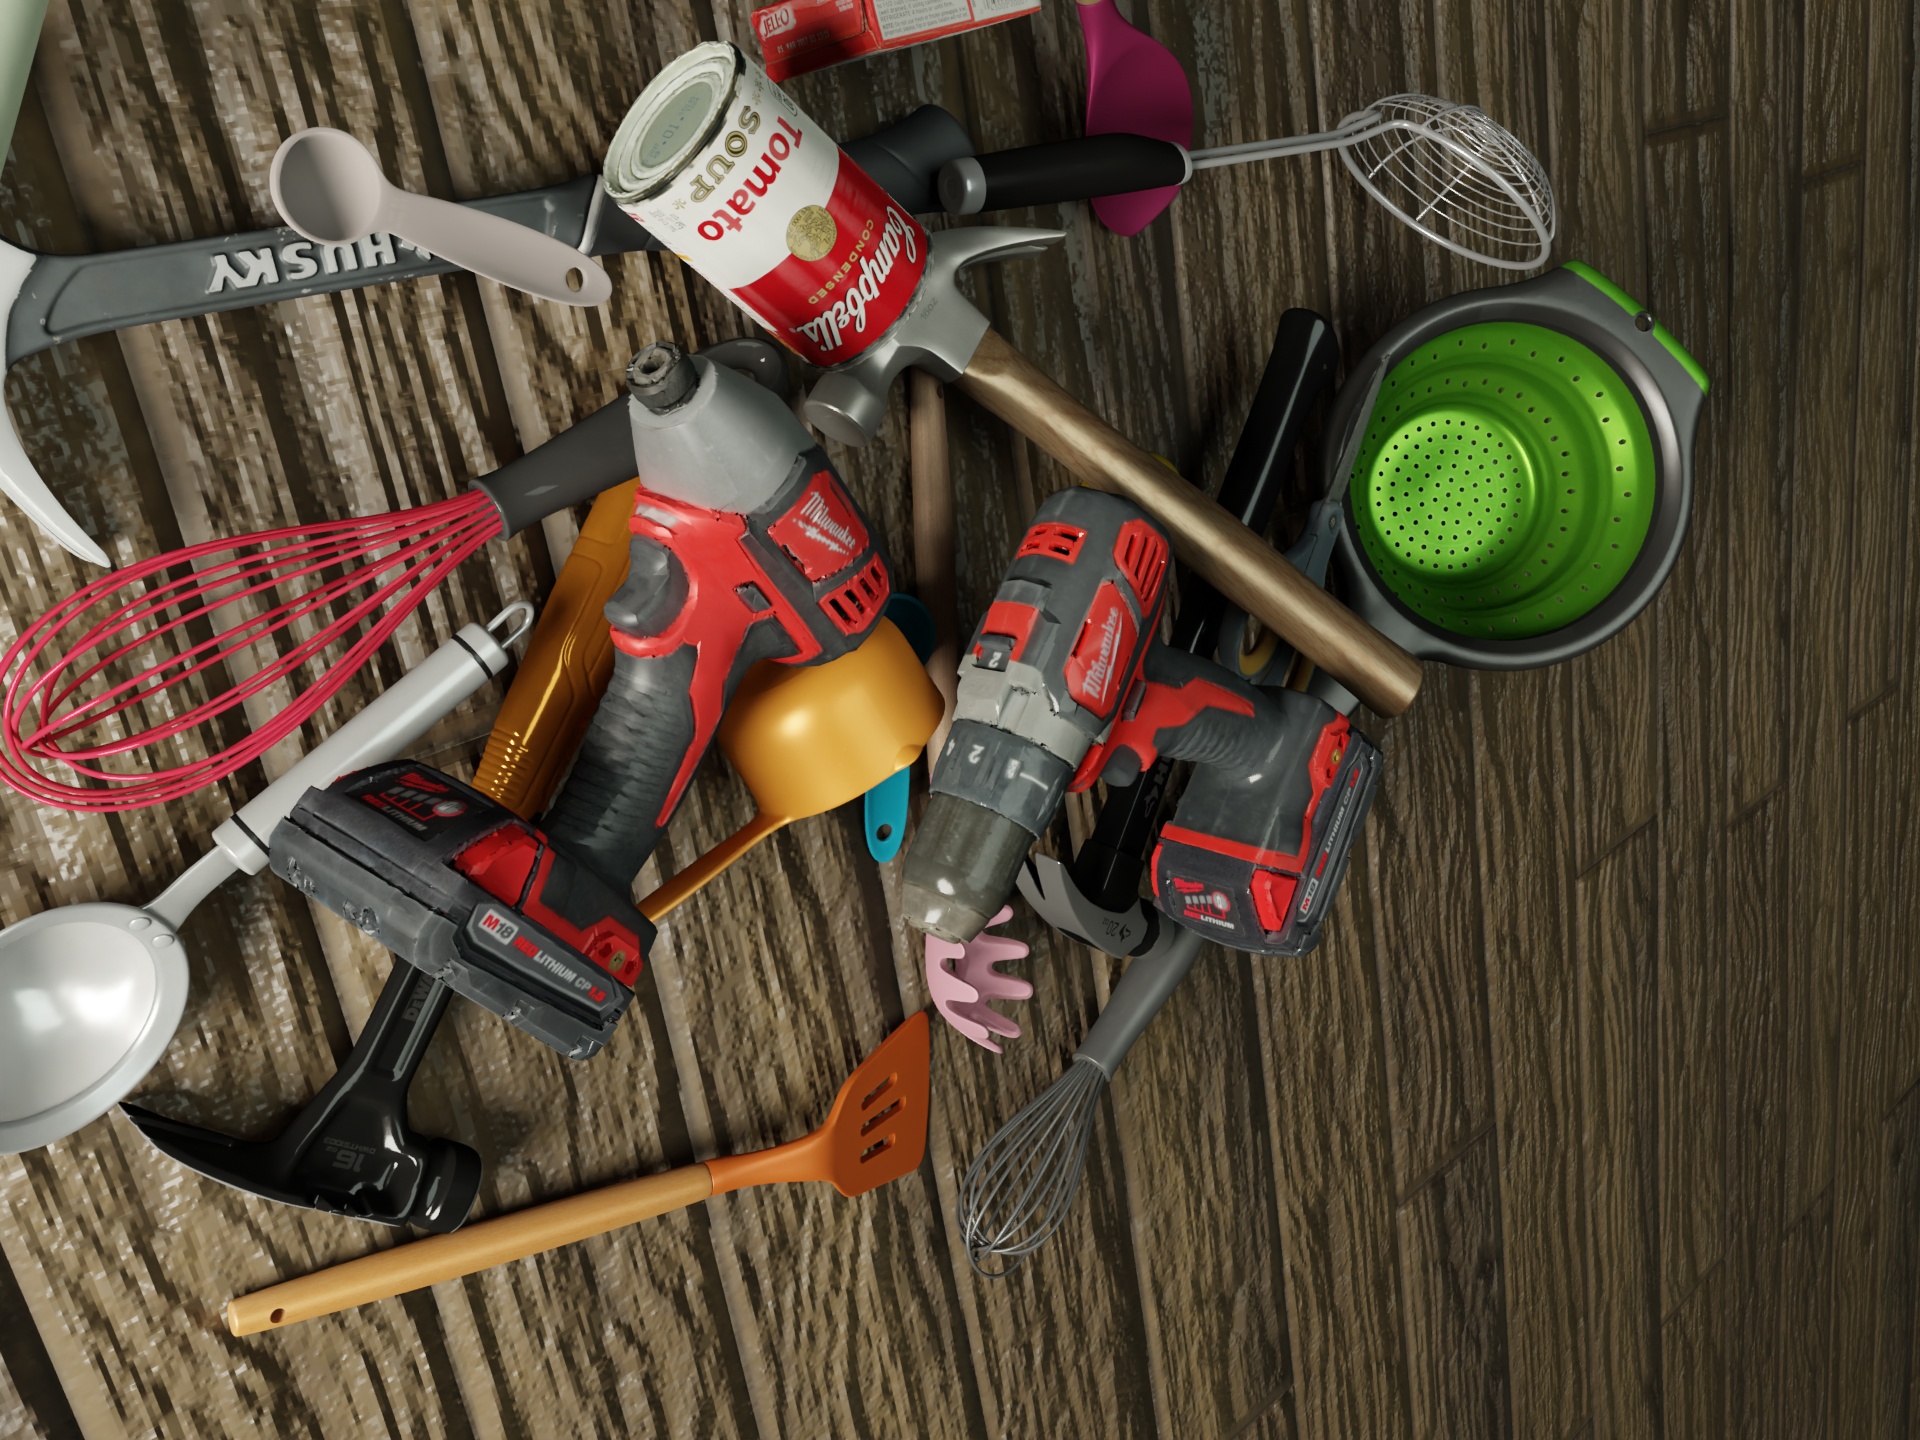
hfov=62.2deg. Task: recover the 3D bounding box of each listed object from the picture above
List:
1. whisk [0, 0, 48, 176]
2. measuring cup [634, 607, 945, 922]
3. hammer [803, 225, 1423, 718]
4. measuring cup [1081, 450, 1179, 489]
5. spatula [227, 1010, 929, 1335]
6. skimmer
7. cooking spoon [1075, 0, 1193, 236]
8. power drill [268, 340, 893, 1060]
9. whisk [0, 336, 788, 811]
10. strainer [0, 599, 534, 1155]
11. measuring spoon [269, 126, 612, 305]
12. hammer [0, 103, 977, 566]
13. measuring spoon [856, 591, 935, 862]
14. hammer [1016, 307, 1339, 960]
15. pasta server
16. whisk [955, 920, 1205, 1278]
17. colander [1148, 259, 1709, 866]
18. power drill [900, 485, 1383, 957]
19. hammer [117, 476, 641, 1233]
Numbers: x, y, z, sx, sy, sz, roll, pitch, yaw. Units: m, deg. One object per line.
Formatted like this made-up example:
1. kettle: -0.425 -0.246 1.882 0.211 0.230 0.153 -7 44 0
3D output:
1. whisk: -0.250 -0.237 0.428 0.059 0.058 0.246 8 79 -3
2. measuring cup: -0.085 0.018 0.623 0.173 0.095 0.052 -40 114 -25
3. hammer: 0.092 -0.101 0.722 0.331 0.031 0.130 33 74 -23
4. measuring cup: 0.064 -0.065 0.772 0.062 0.029 0.156 43 68 -38
5. spatula: -0.133 0.194 0.661 0.322 0.041 0.081 -7 104 -36
6. skimmer: 0.143 -0.240 0.753 0.363 0.127 0.090 -18 129 -31
7. cooking spoon: 0.047 -0.316 0.643 0.069 0.017 0.318 -45 149 -6
8. power drill: -0.114 -0.012 0.529 0.220 0.079 0.143 -58 148 -16
9. whisk: -0.174 -0.062 0.530 0.296 0.073 0.073 -35 120 -28
10. strainer: -0.236 0.045 0.509 0.258 0.050 0.086 -44 148 -19
11. measuring spoon: -0.167 -0.159 0.519 0.124 0.018 0.034 9 97 -50
12. hammer: -0.148 -0.171 0.563 0.409 0.036 0.149 -23 114 -36
13. measuring spoon: -0.036 0.002 0.713 0.042 0.021 0.128 -7 113 -23
14. hammer: 0.116 -0.047 0.789 0.146 0.035 0.335 27 83 -55
15. pasta server: -0.001 -0.002 0.724 0.060 0.040 0.316 -26 116 -62
16. whisk: 0.071 0.180 0.820 0.239 0.055 0.055 -52 127 -26
17. colander: 0.236 -0.068 0.886 0.204 0.094 0.397 40 90 -5
18. power drill: 0.076 0.031 0.681 0.226 0.080 0.188 34 75 -41
19. hammer: -0.169 0.015 0.584 0.127 0.034 0.337 32 77 -42
